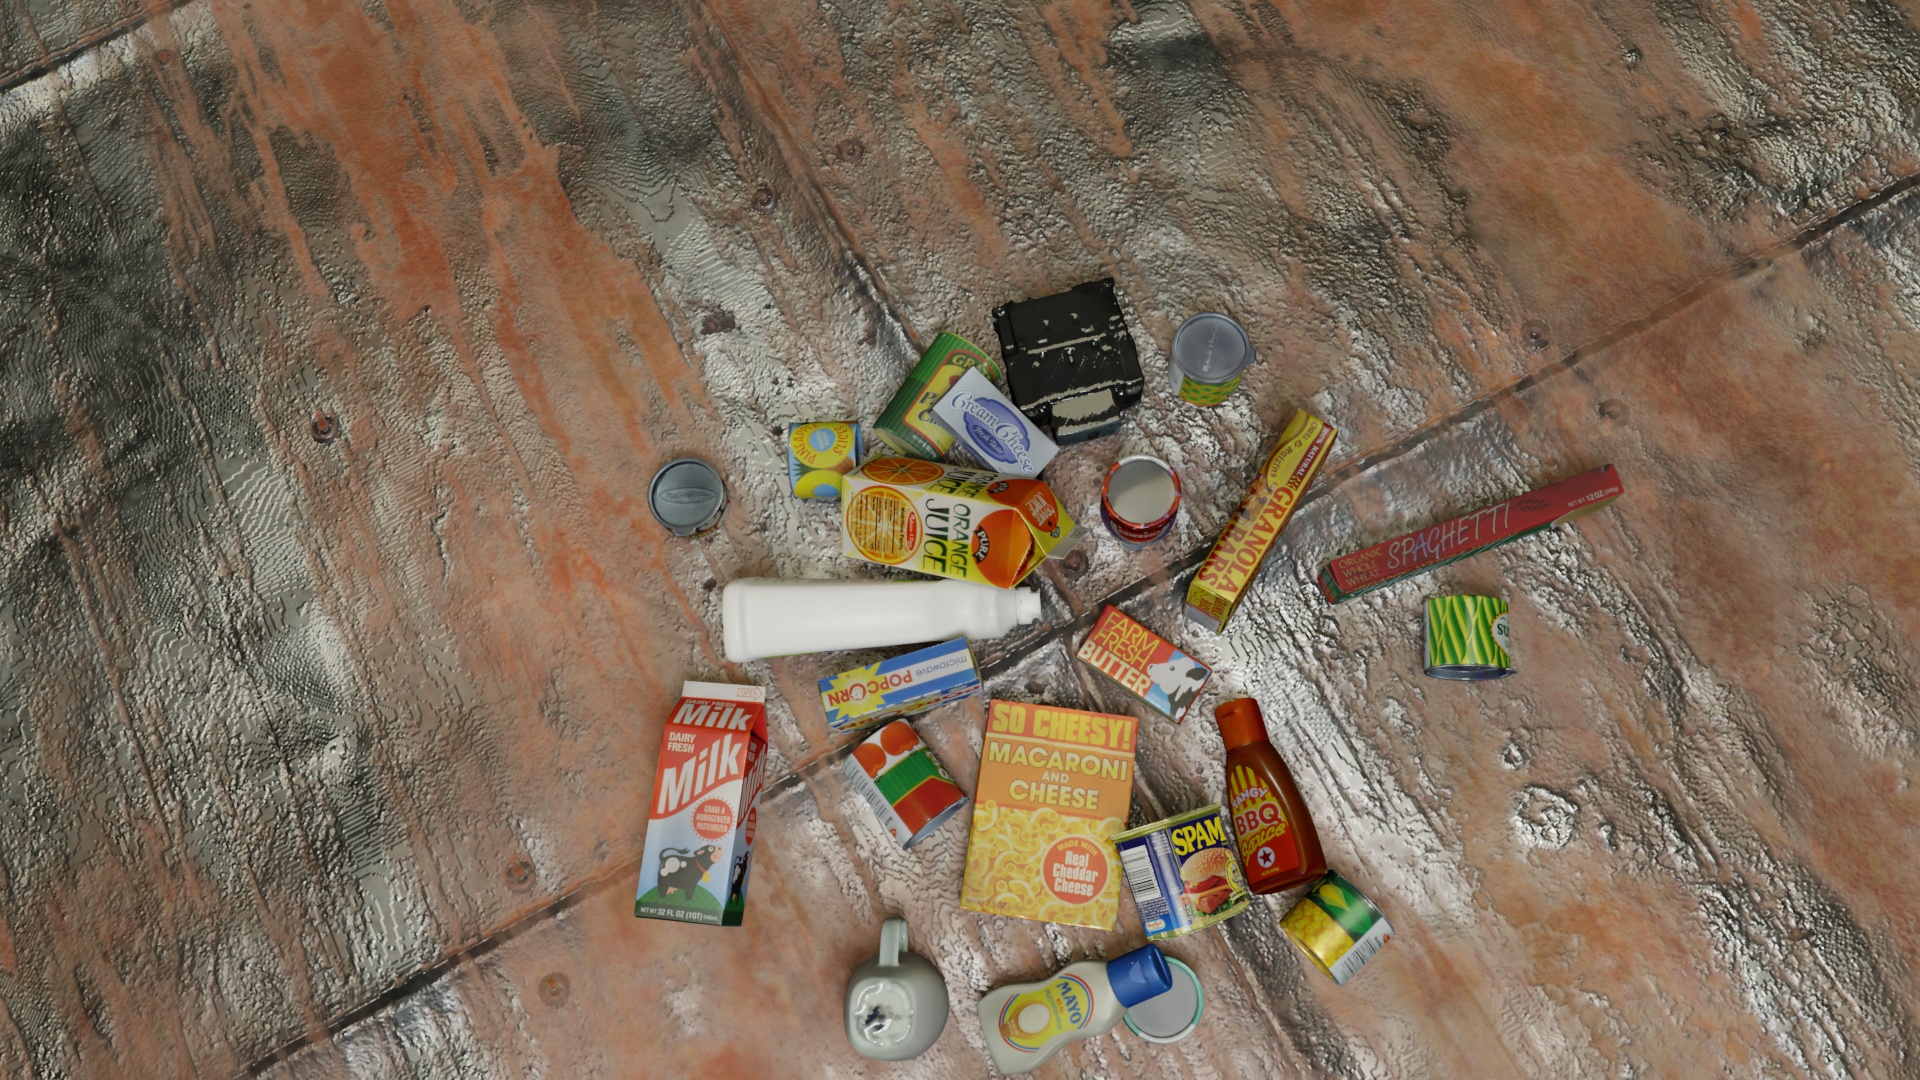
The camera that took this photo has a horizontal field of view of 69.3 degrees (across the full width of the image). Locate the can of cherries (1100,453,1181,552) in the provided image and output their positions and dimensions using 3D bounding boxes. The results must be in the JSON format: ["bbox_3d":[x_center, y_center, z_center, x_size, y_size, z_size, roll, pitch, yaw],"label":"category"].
[{"bbox_3d":[0.151,-0.031,1.166,0.071,0.058,0.071,-1,74,4],"label":"can of cherries"}]

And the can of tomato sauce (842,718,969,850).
[{"bbox_3d":[-0.043,0.194,1.114,0.071,0.071,0.083,-38,75,-6],"label":"can of tomato sauce"}]

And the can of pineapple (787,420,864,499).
[{"bbox_3d":[-0.115,-0.070,1.191,0.058,0.071,0.071,-2,75,3],"label":"can of pineapple"}]

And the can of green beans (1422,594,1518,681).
[{"bbox_3d":[0.406,0.079,1.114,0.071,0.071,0.058,3,75,5],"label":"can of green beans"}]

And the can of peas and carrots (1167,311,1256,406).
[{"bbox_3d":[0.215,-0.155,1.196,0.071,0.058,0.071,-1,75,3],"label":"can of peas and carrots"}]

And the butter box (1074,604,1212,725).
[{"bbox_3d":[0.150,0.102,1.147,0.103,0.024,0.053,33,80,12],"label":"butter box"}]

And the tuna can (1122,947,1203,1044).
[{"bbox_3d":[0.154,0.351,1.073,0.071,0.032,0.071,-1,75,4],"label":"tuna can"}]

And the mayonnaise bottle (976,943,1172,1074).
[{"bbox_3d":[0.087,0.349,1.051,0.148,0.041,0.065,-29,64,16],"label":"mayonnaise bottle"}]

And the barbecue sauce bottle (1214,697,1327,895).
[{"bbox_3d":[0.238,0.199,1.097,0.064,0.044,0.149,-35,57,39],"label":"barbecue sauce bottle"}]

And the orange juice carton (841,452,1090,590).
[{"bbox_3d":[0.004,-0.014,1.133,0.193,0.072,0.072,11,113,19],"label":"orange juice carton"}]

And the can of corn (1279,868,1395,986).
[{"bbox_3d":[0.285,0.295,1.063,0.058,0.071,0.071,-42,76,-7],"label":"can of corn"}]

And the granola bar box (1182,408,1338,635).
[{"bbox_3d":[0.240,-0.011,1.121,0.039,0.124,0.166,31,79,13],"label":"granola bar box"}]

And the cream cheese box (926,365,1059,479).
[{"bbox_3d":[0.028,-0.092,1.162,0.104,0.024,0.053,43,79,-7],"label":"cream cheese box"}]

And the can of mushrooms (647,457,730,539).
[{"bbox_3d":[-0.236,-0.034,1.208,0.071,0.033,0.071,-1,74,3],"label":"can of mushrooms"}]

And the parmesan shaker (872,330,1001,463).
[{"bbox_3d":[-0.018,-0.119,1.201,0.071,0.071,0.103,32,80,12],"label":"parmesan shaker"}]

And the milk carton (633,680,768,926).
[{"bbox_3d":[-0.203,0.209,1.117,0.072,0.073,0.191,4,74,5],"label":"milk carton"}]

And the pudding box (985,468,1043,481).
[{"bbox_3d":[0.046,-0.046,1.193,0.050,0.030,0.084,0,74,5],"label":"pudding box"}]

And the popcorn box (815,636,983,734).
[{"bbox_3d":[-0.046,0.119,1.125,0.127,0.085,0.038,-17,76,-1],"label":"popcorn box"}]

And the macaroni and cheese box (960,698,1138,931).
[{"bbox_3d":[0.072,0.219,1.112,0.124,0.040,0.167,7,76,6],"label":"macaroni and cheese box"}]

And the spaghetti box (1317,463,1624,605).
[{"bbox_3d":[0.418,-0.004,1.144,0.250,0.050,0.029,-19,73,-1],"label":"spaghetti box"}]
